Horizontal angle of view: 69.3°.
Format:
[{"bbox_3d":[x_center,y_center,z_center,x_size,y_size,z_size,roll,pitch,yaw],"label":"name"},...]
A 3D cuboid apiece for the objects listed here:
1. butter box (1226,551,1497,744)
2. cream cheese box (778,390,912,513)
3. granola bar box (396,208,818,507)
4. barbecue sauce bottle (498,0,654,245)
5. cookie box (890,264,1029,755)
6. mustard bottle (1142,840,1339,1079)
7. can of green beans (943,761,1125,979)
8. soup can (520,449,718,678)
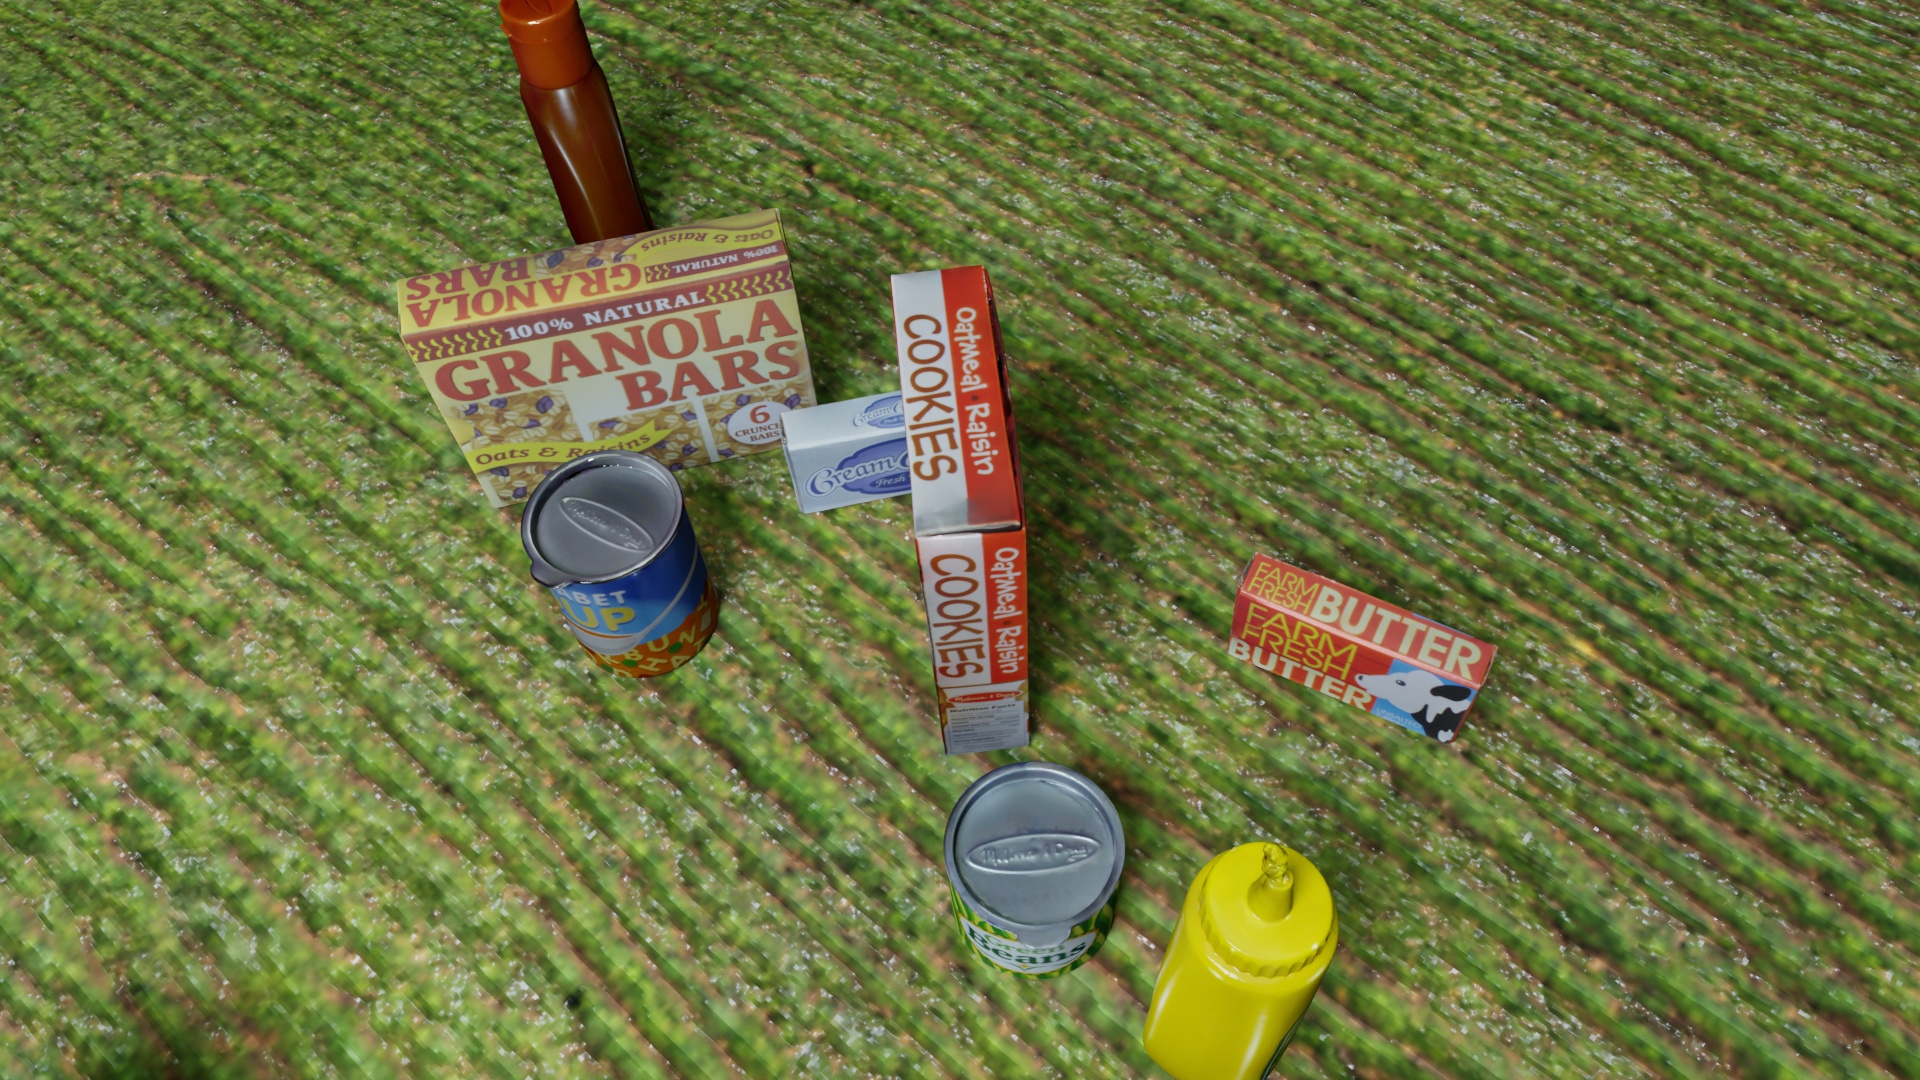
[{"bbox_3d":[0.163,0.045,0.578,0.103,0.053,0.024,23,60,17],"label":"butter box"},{"bbox_3d":[-0.029,-0.045,0.649,0.104,0.053,0.024,-11,56,-5],"label":"cream cheese box"},{"bbox_3d":[-0.152,-0.080,0.637,0.166,0.123,0.039,-13,56,-6],"label":"granola bar box"},{"bbox_3d":[-0.198,-0.214,0.717,0.044,0.147,0.065,-28,59,-15],"label":"barbecue sauce bottle"},{"bbox_3d":[0.002,-0.007,0.553,0.040,0.166,0.123,-6,56,-1],"label":"cookie box"},{"bbox_3d":[0.094,0.136,0.454,0.049,0.159,0.065,26,61,19],"label":"mustard bottle"},{"bbox_3d":[0.028,0.126,0.527,0.071,0.057,0.071,-1,56,2],"label":"can of green beans"},{"bbox_3d":[-0.145,0.014,0.597,0.071,0.083,0.072,-1,56,2],"label":"soup can"}]
